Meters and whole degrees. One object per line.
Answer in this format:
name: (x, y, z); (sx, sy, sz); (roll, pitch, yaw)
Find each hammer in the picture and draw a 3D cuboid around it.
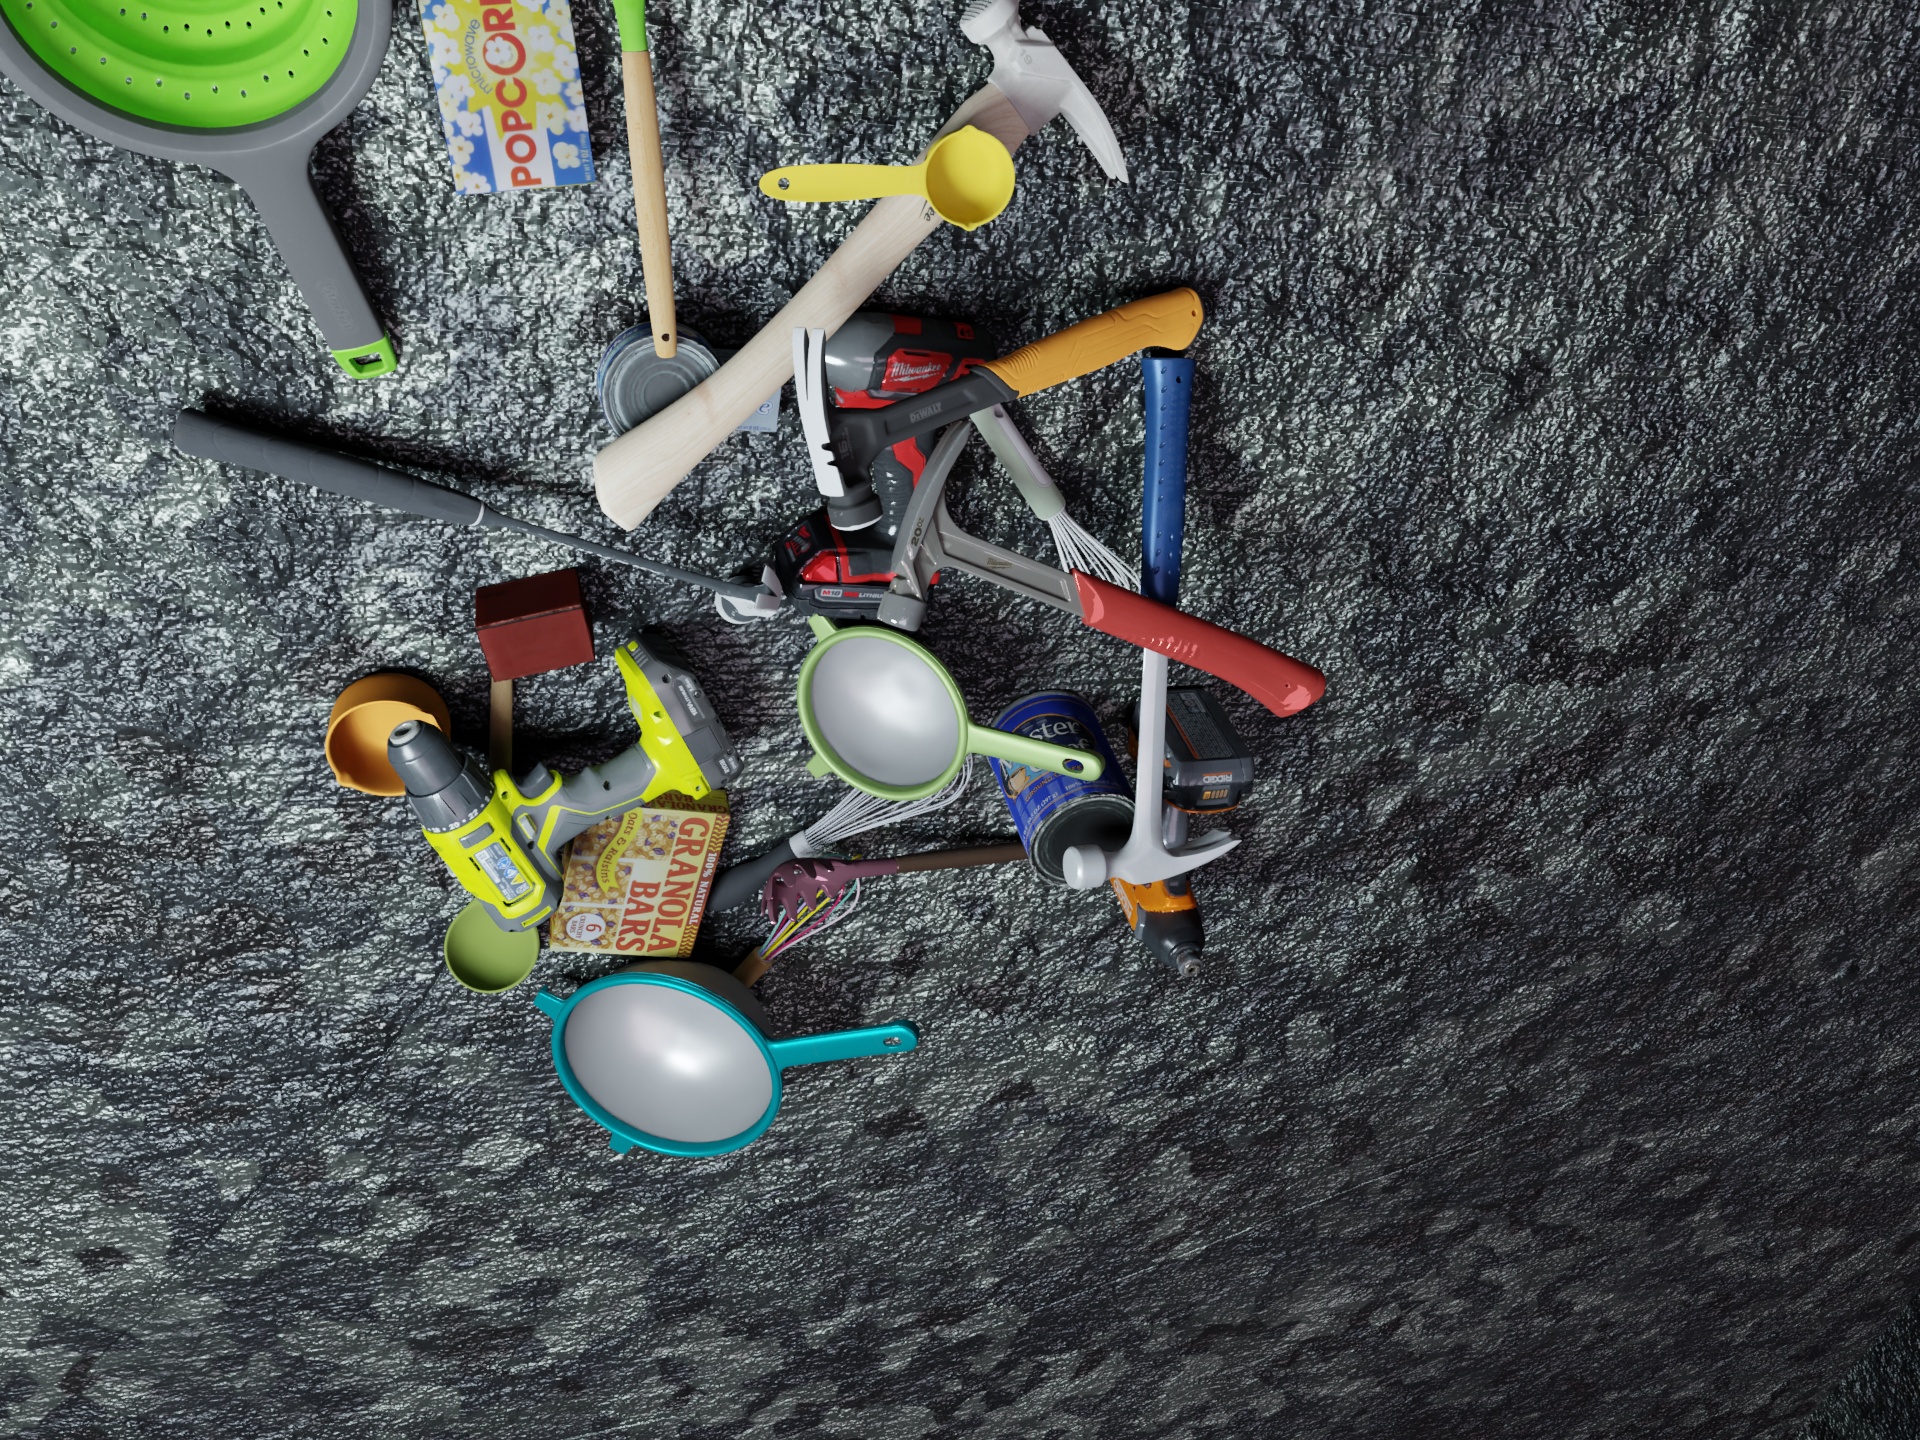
hammer: (0.121, -0.088, 1.163); (0.358, 0.037, 0.149); (19, 96, -23)
hammer: (-0.076, -0.271, 1.032); (0.410, 0.038, 0.146); (-44, 120, 5)
hammer: (-0.314, -0.135, 1.083); (0.408, 0.149, 0.036); (15, 87, -20)
hammer: (0.038, -0.241, 1.065); (0.337, 0.034, 0.127); (-27, 117, -31)
hammer: (0.156, -0.071, 1.219); (0.144, 0.035, 0.405); (-4, 104, -20)

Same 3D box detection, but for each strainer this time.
strainer: (-0.002, -0.004, 1.252); (0.256, 0.069, 0.151); (14, 121, 18)
strainer: (-0.191, 0.273, 1.411); (0.340, 0.095, 0.210); (-10, 118, 16)

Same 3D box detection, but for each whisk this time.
whisk: (-0.167, 0.201, 1.439); (0.051, 0.047, 0.245); (26, 119, -34)
whisk: (-0.108, 0.091, 1.364); (0.284, 0.070, 0.070); (-31, 131, 15)
whisk: (0.075, -0.158, 1.226); (0.059, 0.058, 0.246); (-12, 134, 33)

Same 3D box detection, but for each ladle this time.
ladle: (-0.372, 0.087, 1.273); (0.078, 0.062, 0.320); (9, 123, -5)

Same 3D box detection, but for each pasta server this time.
pasta server: (-0.032, 0.130, 1.391); (0.316, 0.040, 0.060); (-4, 139, -31)

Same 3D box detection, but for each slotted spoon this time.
slotted spoon: (-0.193, -0.371, 0.947); (0.070, 0.031, 0.313); (-8, 120, -12)

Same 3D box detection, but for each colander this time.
colander: (-0.402, -0.359, 0.894); (0.204, 0.095, 0.396); (-15, 149, -6)

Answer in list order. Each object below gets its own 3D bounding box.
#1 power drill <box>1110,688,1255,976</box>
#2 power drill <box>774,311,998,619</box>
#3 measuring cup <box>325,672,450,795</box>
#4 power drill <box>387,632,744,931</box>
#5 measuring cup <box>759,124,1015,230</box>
power drill: (0.191, 0.105, 1.398); (0.084, 0.164, 0.226); (-3, 127, -15)
power drill: (-0.065, -0.185, 1.140); (0.143, 0.079, 0.219); (2, 124, -21)
measuring cup: (-0.405, 0.032, 1.216); (0.095, 0.052, 0.173); (-34, 129, 10)
power drill: (-0.297, 0.034, 1.198); (0.228, 0.080, 0.190); (-32, 128, -12)
measuring cup: (-0.045, -0.334, 0.981); (0.156, 0.029, 0.062); (-3, 115, -5)
